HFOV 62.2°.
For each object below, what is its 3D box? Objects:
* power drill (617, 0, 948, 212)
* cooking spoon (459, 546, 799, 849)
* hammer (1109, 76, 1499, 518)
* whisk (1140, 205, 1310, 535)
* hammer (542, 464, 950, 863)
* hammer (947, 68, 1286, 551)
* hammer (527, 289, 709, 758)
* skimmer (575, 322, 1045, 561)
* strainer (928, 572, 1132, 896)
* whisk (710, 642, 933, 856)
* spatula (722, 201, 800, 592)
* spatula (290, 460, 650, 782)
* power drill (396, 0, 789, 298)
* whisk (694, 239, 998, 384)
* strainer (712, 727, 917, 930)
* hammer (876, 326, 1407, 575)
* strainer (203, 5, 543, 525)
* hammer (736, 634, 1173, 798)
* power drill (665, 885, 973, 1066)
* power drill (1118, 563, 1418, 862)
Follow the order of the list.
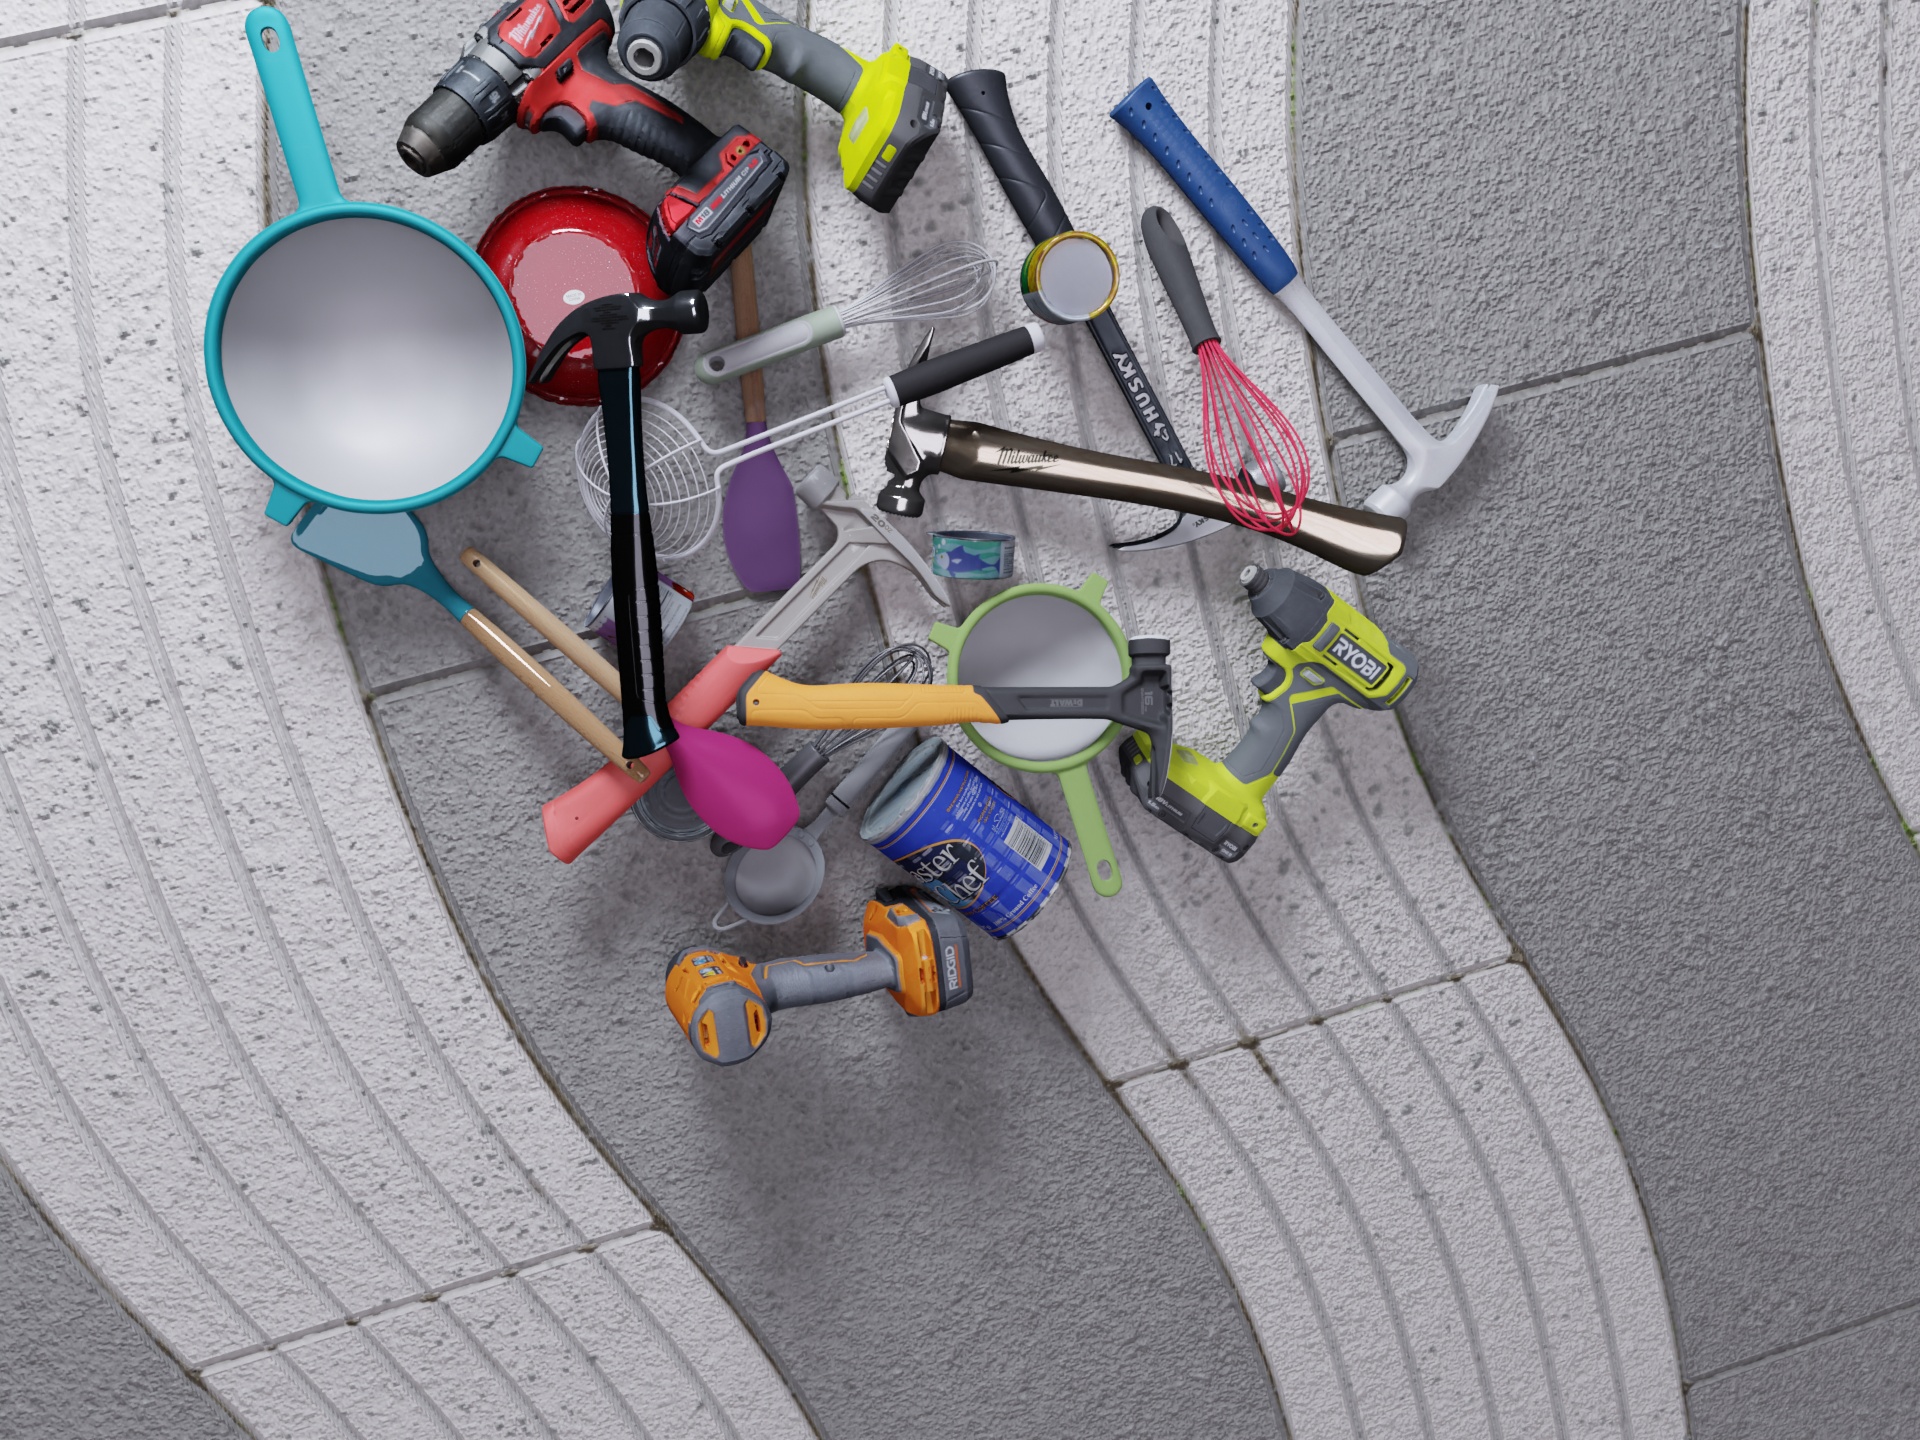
[{"bbox_3d":[-0.128,-0.455,1.109,0.228,0.191,0.080,25,130,-19],"label":"power drill"},{"bbox_3d":[-0.250,-0.019,1.190,0.319,0.017,0.069,42,87,-3],"label":"cooking spoon"},{"bbox_3d":[0.271,-0.346,1.274,0.144,0.035,0.405,-44,105,1],"label":"hammer"},{"bbox_3d":[0.194,-0.268,1.210,0.073,0.073,0.296,-16,73,-7],"label":"whisk"},{"bbox_3d":[-0.178,-0.022,1.227,0.149,0.037,0.359,45,86,-7],"label":"hammer"},{"bbox_3d":[0.102,-0.319,1.250,0.149,0.036,0.408,-32,105,-2],"label":"hammer"},{"bbox_3d":[-0.234,-0.135,1.137,0.128,0.033,0.331,0,102,10],"label":"hammer"},{"bbox_3d":[-0.113,-0.228,1.201,0.363,0.090,0.127,-22,107,-6],"label":"skimmer"},{"bbox_3d":[0.076,0.018,1.280,0.151,0.069,0.256,-18,92,-9],"label":"strainer"},{"bbox_3d":[-0.113,0.027,1.278,0.239,0.055,0.055,-43,105,6],"label":"whisk"},{"bbox_3d":[-0.162,-0.255,1.223,0.059,0.018,0.316,-6,103,-14],"label":"spatula"},{"bbox_3d":[-0.354,-0.061,1.189,0.317,0.044,0.082,41,88,4],"label":"spatula"},{"bbox_3d":[-0.256,-0.396,1.112,0.226,0.080,0.188,39,68,-7],"label":"power drill"},{"bbox_3d":[-0.085,-0.305,1.202,0.246,0.059,0.058,-22,93,-7],"label":"whisk"},{"bbox_3d":[-0.103,0.076,1.290,0.087,0.050,0.258,39,86,28],"label":"strainer"},{"bbox_3d":[0.148,-0.194,1.242,0.410,0.038,0.146,12,104,-2],"label":"hammer"},{"bbox_3d":[-0.432,-0.316,1.124,0.211,0.095,0.340,-16,102,-9],"label":"strainer"},{"bbox_3d":[-0.002,-0.004,1.217,0.337,0.034,0.127,0,86,-8],"label":"hammer"},{"bbox_3d":[-0.122,0.197,1.265,0.226,0.164,0.084,-11,103,-21],"label":"power drill"},{"bbox_3d":[0.238,-0.010,1.288,0.171,0.080,0.223,33,105,-22],"label":"power drill"}]
